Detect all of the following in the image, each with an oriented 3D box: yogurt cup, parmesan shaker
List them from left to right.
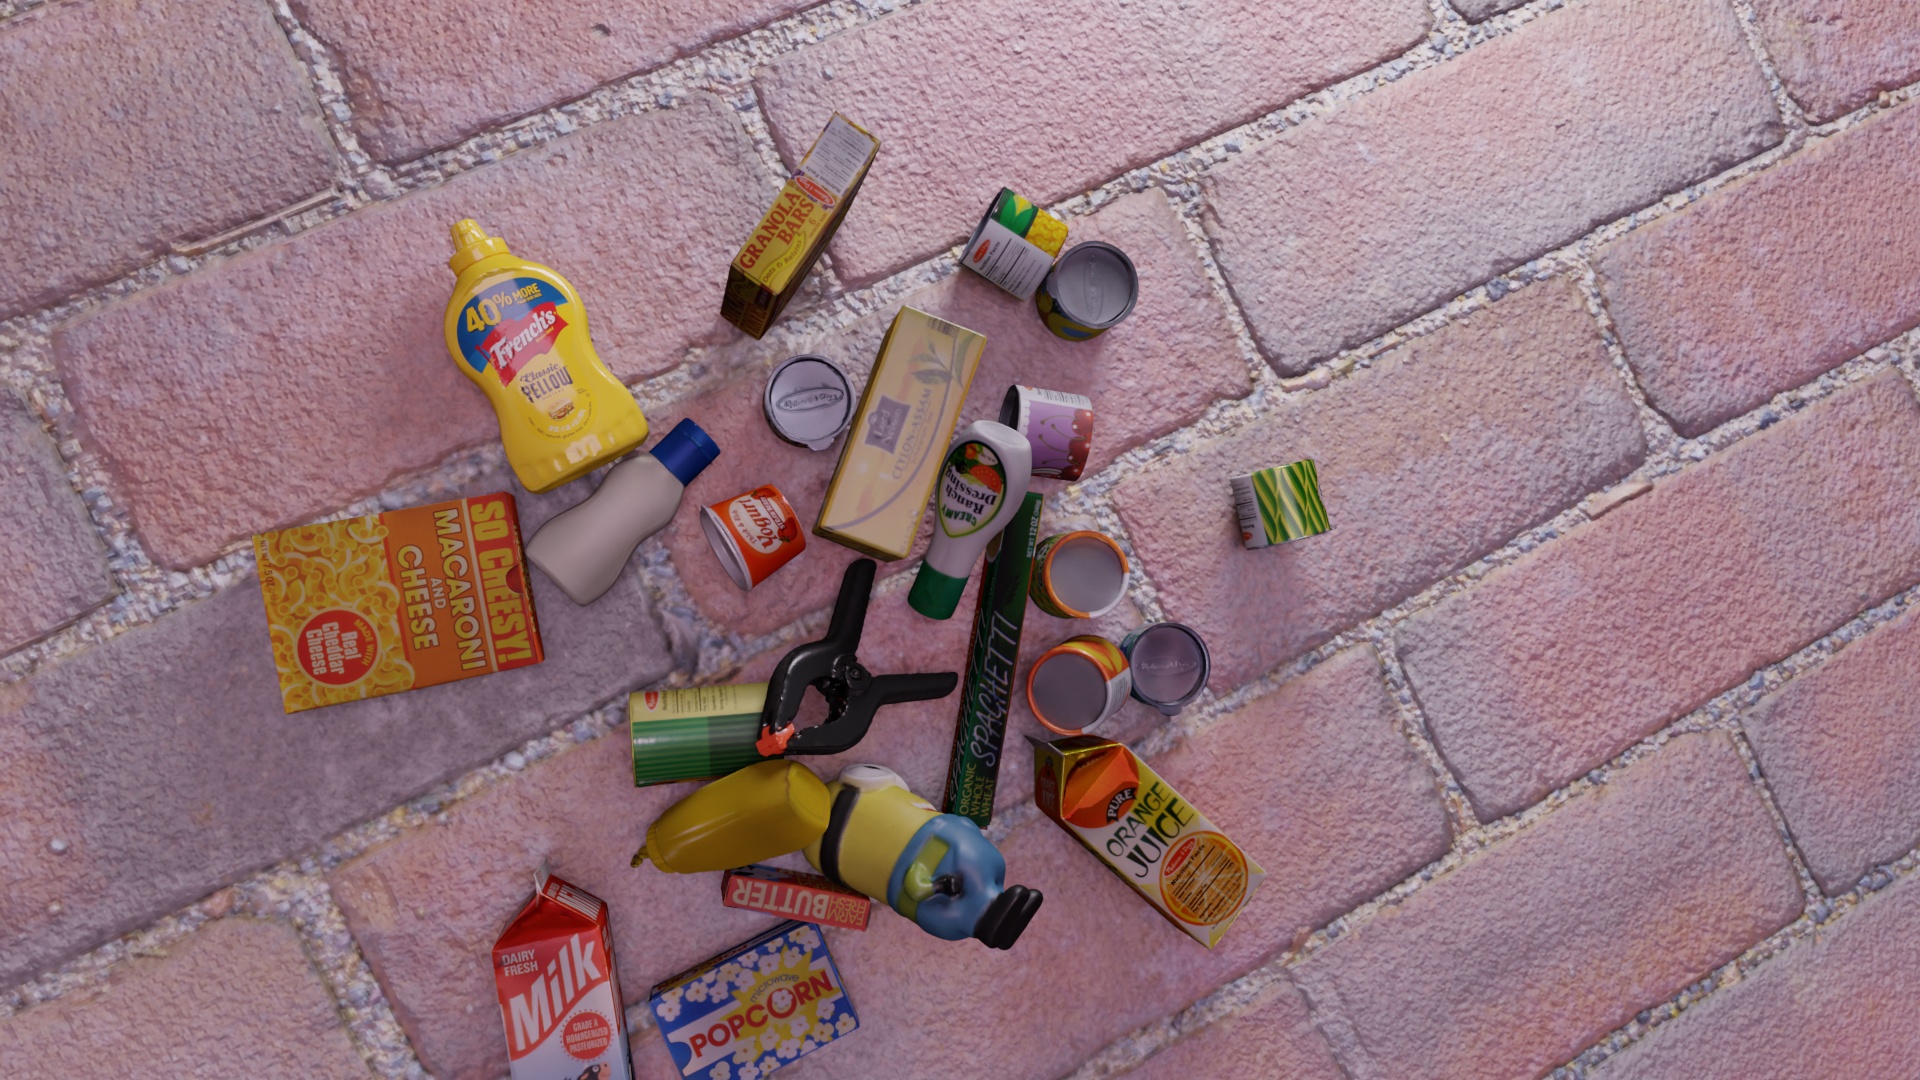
[{"bbox_3d":[-0.178,0.137,0.974,0.103,0.071,0.071,-3,88,-12],"label":"parmesan shaker"},{"bbox_3d":[-0.147,-0.005,0.993,0.054,0.072,0.072,-30,93,-19],"label":"yogurt cup"}]

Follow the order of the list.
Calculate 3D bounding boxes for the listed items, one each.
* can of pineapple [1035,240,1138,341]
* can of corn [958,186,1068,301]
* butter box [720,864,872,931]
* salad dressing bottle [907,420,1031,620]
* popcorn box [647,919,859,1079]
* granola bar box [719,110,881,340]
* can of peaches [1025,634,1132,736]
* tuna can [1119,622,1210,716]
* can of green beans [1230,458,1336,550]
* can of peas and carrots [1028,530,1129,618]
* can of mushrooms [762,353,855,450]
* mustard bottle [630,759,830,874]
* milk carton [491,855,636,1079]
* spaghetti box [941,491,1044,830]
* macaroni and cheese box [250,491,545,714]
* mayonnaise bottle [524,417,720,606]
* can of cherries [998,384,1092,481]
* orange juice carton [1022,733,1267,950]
[{"bbox_3d":[0.093,-0.188,1.052,0.071,0.058,0.071,1,87,-11],"label":"can of pineapple"},{"bbox_3d":[0.041,-0.223,1.041,0.058,0.071,0.071,30,82,-9],"label":"can of corn"},{"bbox_3d":[-0.117,0.252,0.989,0.103,0.053,0.024,13,87,-10],"label":"butter box"},{"bbox_3d":[0.004,-0.013,1.004,0.064,0.044,0.147,30,113,20],"label":"salad dressing bottle"},{"bbox_3d":[-0.146,0.332,0.987,0.127,0.038,0.085,-24,93,-12],"label":"popcorn box"},{"bbox_3d":[-0.113,-0.211,0.957,0.039,0.165,0.124,34,81,-9],"label":"granola bar box"},{"bbox_3d":[0.085,0.105,1.023,0.071,0.058,0.071,2,96,20],"label":"can of peaches"},{"bbox_3d":[0.155,0.098,1.062,0.071,0.033,0.071,1,87,-11],"label":"tuna can"},{"bbox_3d":[0.246,-0.028,1.071,0.071,0.071,0.058,-13,90,-12],"label":"can of green beans"},{"bbox_3d":[0.085,0.024,1.039,0.071,0.058,0.071,1,87,-12],"label":"can of peas and carrots"},{"bbox_3d":[-0.111,-0.099,1.019,0.071,0.033,0.071,1,87,-12],"label":"can of mushrooms"},{"bbox_3d":[-0.168,0.198,0.963,0.160,0.049,0.065,-22,130,22],"label":"mustard bottle"},{"bbox_3d":[-0.270,0.314,0.945,0.073,0.072,0.190,-9,89,-11],"label":"milk carton"},{"bbox_3d":[0.024,0.086,1.028,0.029,0.050,0.250,11,85,-11],"label":"spaghetti box"},{"bbox_3d":[-0.383,0.042,0.953,0.167,0.040,0.123,-11,90,-12],"label":"macaroni and cheese box"},{"bbox_3d":[-0.235,-0.024,0.987,0.064,0.041,0.148,46,79,-9],"label":"mayonnaise bottle"},{"bbox_3d":[0.062,-0.077,1.037,0.058,0.071,0.071,7,86,-12],"label":"can of cherries"},{"bbox_3d":[0.126,0.209,1.031,0.192,0.071,0.073,42,80,-7],"label":"orange juice carton"}]
